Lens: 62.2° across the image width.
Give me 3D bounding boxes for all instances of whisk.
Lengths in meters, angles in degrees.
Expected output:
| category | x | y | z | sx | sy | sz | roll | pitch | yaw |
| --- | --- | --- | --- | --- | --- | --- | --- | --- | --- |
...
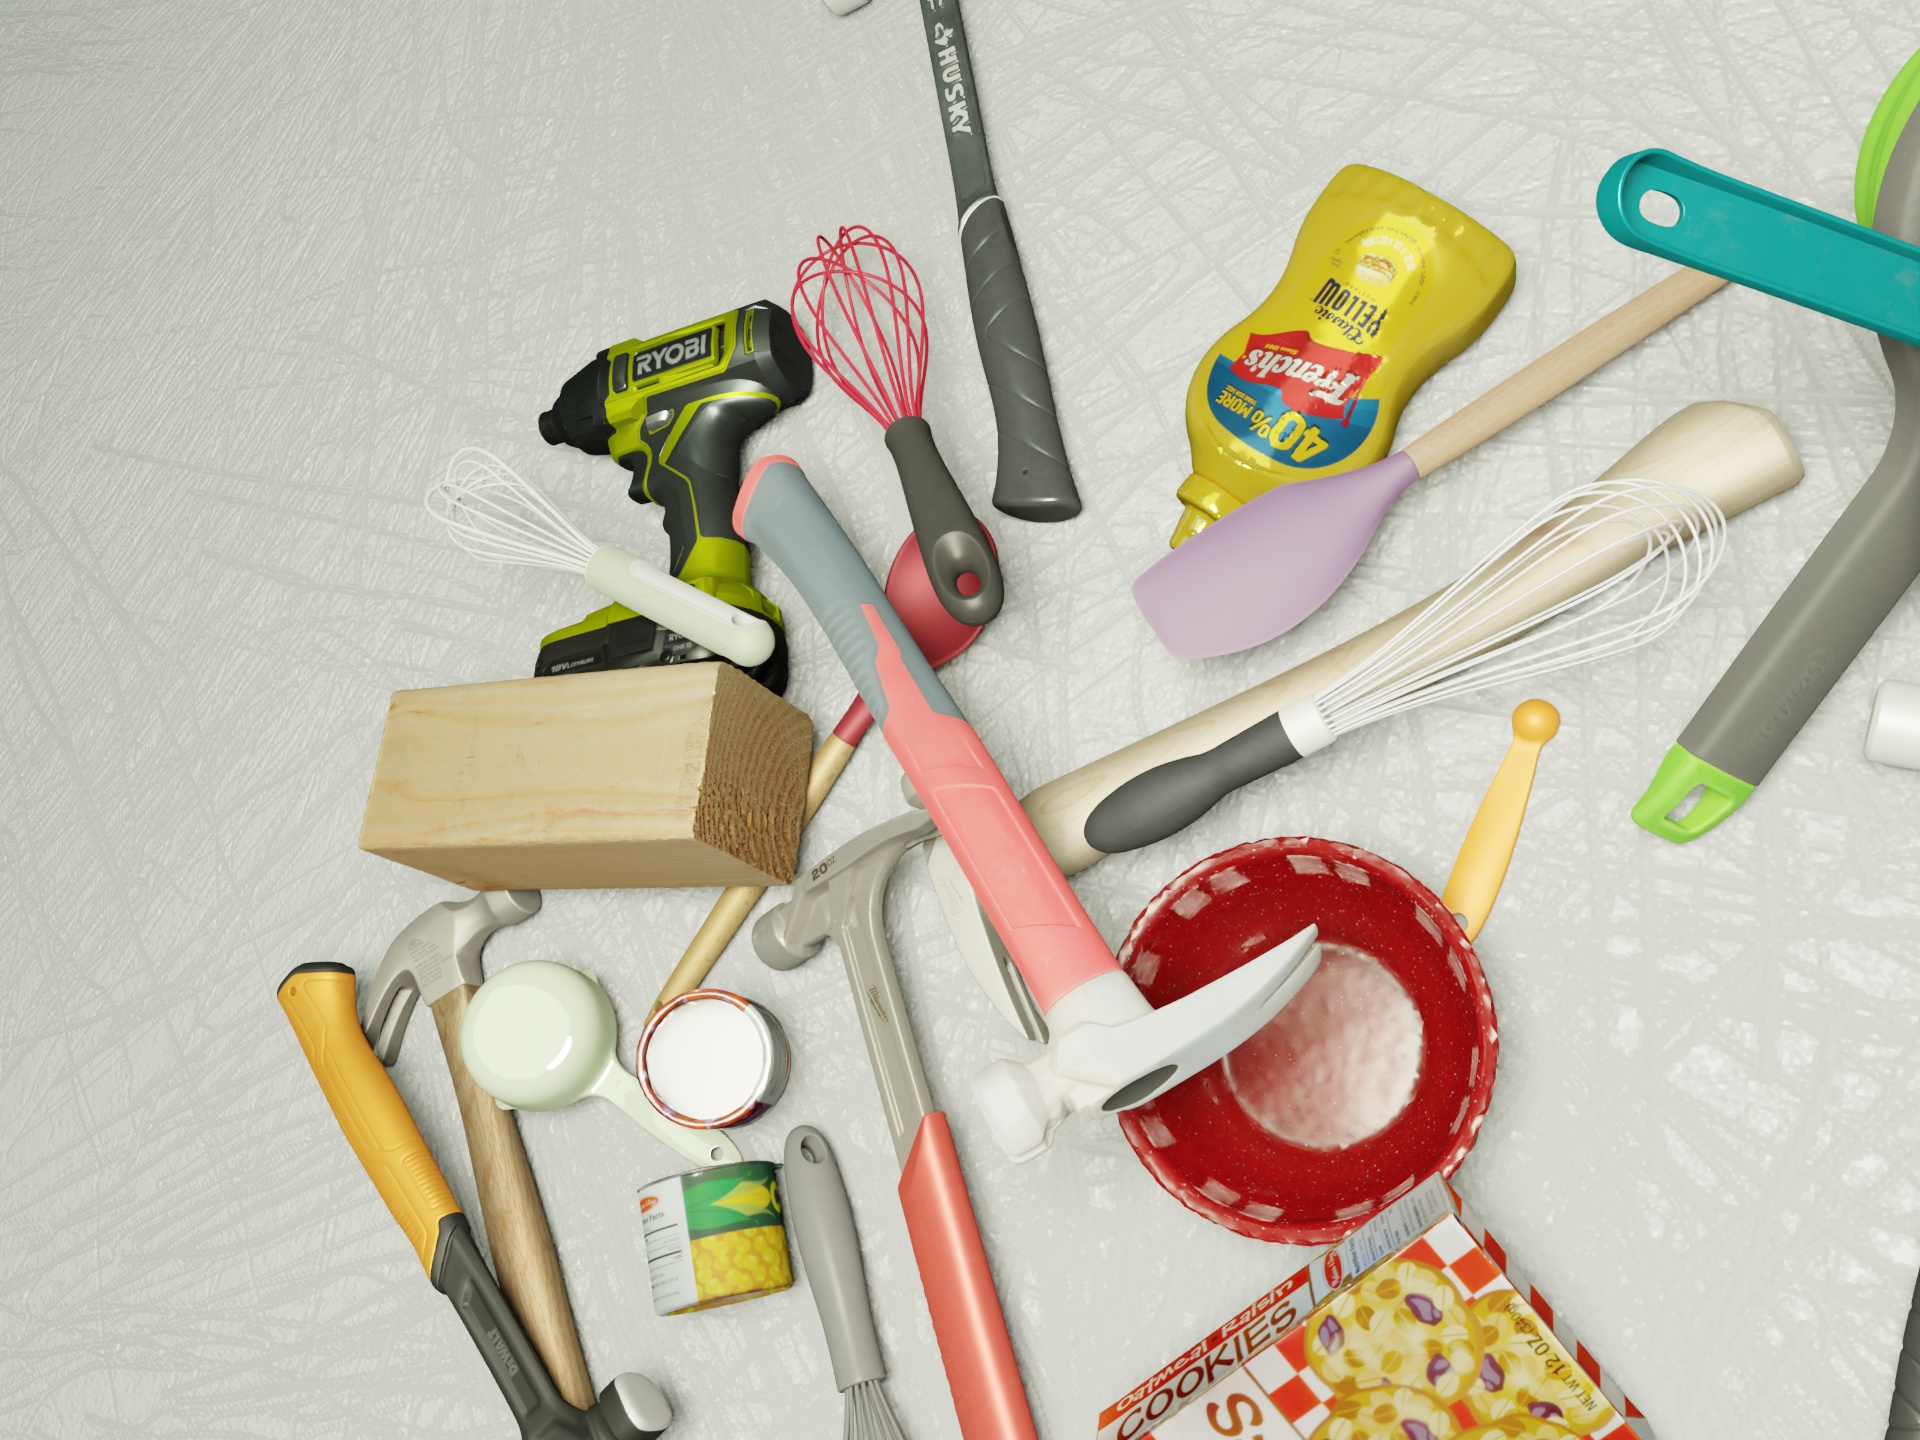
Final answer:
| category | x | y | z | sx | sy | sz | roll | pitch | yaw |
| --- | --- | --- | --- | --- | --- | --- | --- | --- | --- |
| whisk | 0.171 | -0.012 | 0.649 | 0.284 | 0.070 | 0.070 | -30 | 63 | 21 |
| whisk | -0.031 | -0.154 | 0.786 | 0.073 | 0.073 | 0.296 | -33 | 50 | 15 |
| whisk | -0.048 | 0.297 | 0.714 | 0.055 | 0.055 | 0.239 | -28 | 60 | 18 |
| whisk | -0.187 | -0.082 | 0.809 | 0.246 | 0.058 | 0.059 | 26 | 119 | 29 |

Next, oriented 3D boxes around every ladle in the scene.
| category | x | y | z | sx | sy | sz | roll | pitch | yaw |
| --- | --- | --- | --- | --- | --- | --- | --- | --- | --- |
| ladle | -0.074 | 0.032 | 0.818 | 0.069 | 0.031 | 0.315 | 37 | 95 | 33 |

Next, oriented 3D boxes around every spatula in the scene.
| category | x | y | z | sx | sy | sz | roll | pitch | yaw |
| --- | --- | --- | --- | --- | --- | --- | --- | --- | --- |
| spatula | 0.218 | -0.123 | 0.689 | 0.316 | 0.018 | 0.060 | -33 | 73 | 4 |

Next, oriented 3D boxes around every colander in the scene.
| category | x | y | z | sx | sy | sz | roll | pitch | yaw |
| --- | --- | --- | --- | --- | --- | --- | --- | --- | --- |
| colander | 0.363 | -0.134 | 0.600 | 0.397 | 0.204 | 0.095 | -60 | 23 | 18 |

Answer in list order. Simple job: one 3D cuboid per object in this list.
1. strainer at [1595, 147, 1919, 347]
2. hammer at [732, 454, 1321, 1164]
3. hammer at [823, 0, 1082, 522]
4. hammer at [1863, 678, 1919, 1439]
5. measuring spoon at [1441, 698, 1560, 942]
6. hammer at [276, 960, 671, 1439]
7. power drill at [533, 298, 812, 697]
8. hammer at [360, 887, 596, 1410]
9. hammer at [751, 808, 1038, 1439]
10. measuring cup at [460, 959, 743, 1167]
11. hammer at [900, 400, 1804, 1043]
| category | x | y | z | sx | sy | sz | roll | pitch | yaw |
| --- | --- | --- | --- | --- | --- | --- | --- | --- | --- |
| strainer | 0.363 | -0.116 | 0.476 | 0.340 | 0.095 | 0.211 | 14 | 95 | -11 |
| hammer | -0.001 | -0.002 | 0.704 | 0.143 | 0.038 | 0.387 | -29 | 53 | -4 |
| hammer | 0.013 | -0.290 | 0.866 | 0.149 | 0.036 | 0.409 | -18 | 68 | 21 |
| hammer | 0.362 | 0.157 | 0.545 | 0.146 | 0.035 | 0.335 | 13 | 82 | 27 |
| measuring spoon | 0.224 | 0.044 | 0.667 | 0.021 | 0.011 | 0.117 | 20 | 85 | 31 |
| hammer | -0.276 | 0.258 | 0.814 | 0.127 | 0.034 | 0.337 | -46 | 61 | 7 |
| power drill | -0.167 | -0.112 | 0.884 | 0.171 | 0.080 | 0.223 | -12 | 66 | 23 |
| hammer | -0.241 | 0.248 | 0.836 | 0.130 | 0.031 | 0.332 | -32 | 63 | 15 |
| hammer | -0.001 | 0.223 | 0.699 | 0.149 | 0.036 | 0.359 | -35 | 63 | 38 |
| measuring cup | -0.182 | 0.181 | 0.804 | 0.168 | 0.038 | 0.083 | 28 | 75 | 19 |
| hammer | 0.167 | -0.005 | 0.698 | 0.410 | 0.038 | 0.146 | -30 | 65 | 16 |
